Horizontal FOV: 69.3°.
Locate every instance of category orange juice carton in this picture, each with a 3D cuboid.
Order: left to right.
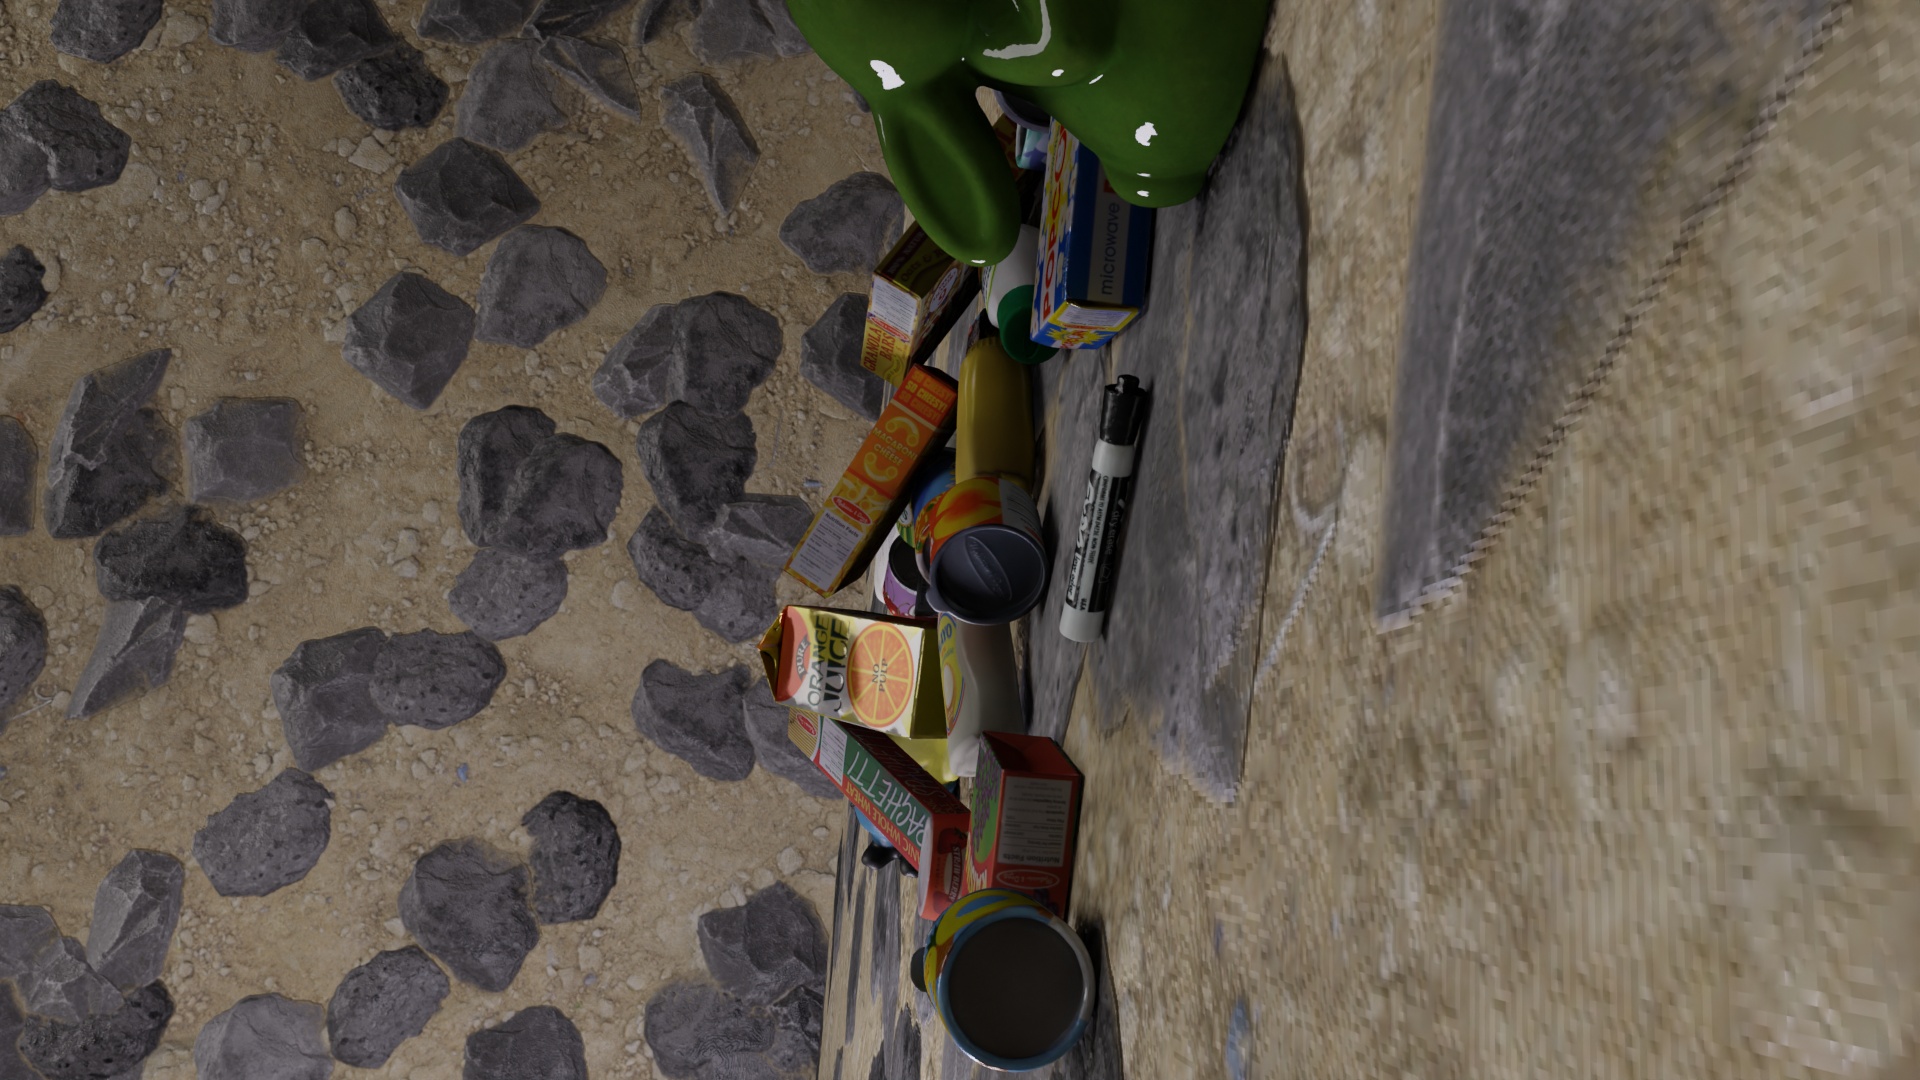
[{"bbox_3d":[-0.065,0.086,0.964,0.192,0.072,0.073,6,89,48],"label":"orange juice carton"}]

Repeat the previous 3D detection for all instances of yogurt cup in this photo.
[{"bbox_3d":[0.007,0.178,0.752,0.072,0.054,0.072,-170,86,-84],"label":"yogurt cup"}]

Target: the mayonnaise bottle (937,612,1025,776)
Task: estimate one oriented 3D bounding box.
[{"bbox_3d":[0.008,0.063,0.829,0.064,0.041,0.149,114,154,-52],"label":"mayonnaise bottle"}]

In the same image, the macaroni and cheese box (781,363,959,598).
[{"bbox_3d":[-0.053,-0.044,0.983,0.166,0.040,0.124,-56,-3,8],"label":"macaroni and cheese box"}]

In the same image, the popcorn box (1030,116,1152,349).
[{"bbox_3d":[0.063,-0.159,0.649,0.085,0.038,0.126,147,129,-82],"label":"popcorn box"}]

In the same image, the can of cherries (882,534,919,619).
[{"bbox_3d":[-0.029,0.033,1.158,0.058,0.071,0.072,106,168,-56],"label":"can of cherries"}]

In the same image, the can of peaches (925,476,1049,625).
[{"bbox_3d":[0.013,0.006,0.788,0.058,0.071,0.071,-93,11,-60],"label":"can of peaches"}]

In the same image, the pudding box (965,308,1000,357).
[{"bbox_3d":[0.023,-0.139,1.018,0.083,0.030,0.049,-179,96,-83],"label":"pudding box"}]

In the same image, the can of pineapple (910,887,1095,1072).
[{"bbox_3d":[0.018,0.184,0.584,0.058,0.071,0.071,134,141,-79],"label":"can of pineapple"}]

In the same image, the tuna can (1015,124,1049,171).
[{"bbox_3d":[0.055,-0.257,0.837,0.071,0.033,0.071,-170,87,-84],"label":"tuna can"}]

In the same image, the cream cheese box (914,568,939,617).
[{"bbox_3d":[-0.001,0.005,0.988,0.024,0.053,0.104,122,154,-73],"label":"cream cheese box"}]

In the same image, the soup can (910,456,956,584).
[{"bbox_3d":[0.003,-0.012,0.922,0.084,0.071,0.071,-99,16,-63],"label":"soup can"}]

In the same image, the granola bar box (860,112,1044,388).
[{"bbox_3d":[-0.003,-0.196,0.940,0.166,0.039,0.123,-55,-5,-22],"label":"granola bar box"}]

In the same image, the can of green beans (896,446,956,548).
[{"bbox_3d":[-0.015,-0.031,1.082,0.071,0.071,0.057,-91,9,-47],"label":"can of green beans"}]

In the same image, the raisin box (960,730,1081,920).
[{"bbox_3d":[0.025,0.162,0.669,0.086,0.040,0.123,-147,63,-82],"label":"raisin box"}]

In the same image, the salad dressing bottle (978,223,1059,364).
[{"bbox_3d":[0.037,-0.149,0.841,0.148,0.044,0.064,-97,16,-63],"label":"salad dressing bottle"}]

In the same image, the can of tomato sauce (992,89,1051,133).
[{"bbox_3d":[0.050,-0.272,0.746,0.070,0.071,0.083,103,171,-46],"label":"can of tomato sauce"}]

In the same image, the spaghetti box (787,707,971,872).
[{"bbox_3d":[-0.058,0.167,0.975,0.250,0.029,0.050,31,120,54],"label":"spaghetti box"}]

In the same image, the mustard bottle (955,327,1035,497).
[{"bbox_3d":[0.023,-0.084,0.886,0.065,0.049,0.161,101,173,-50],"label":"mustard bottle"}]

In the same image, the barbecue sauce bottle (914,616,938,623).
[{"bbox_3d":[-0.012,0.055,1.083,0.147,0.044,0.065,106,168,-59],"label":"barbecue sauce bottle"}]
